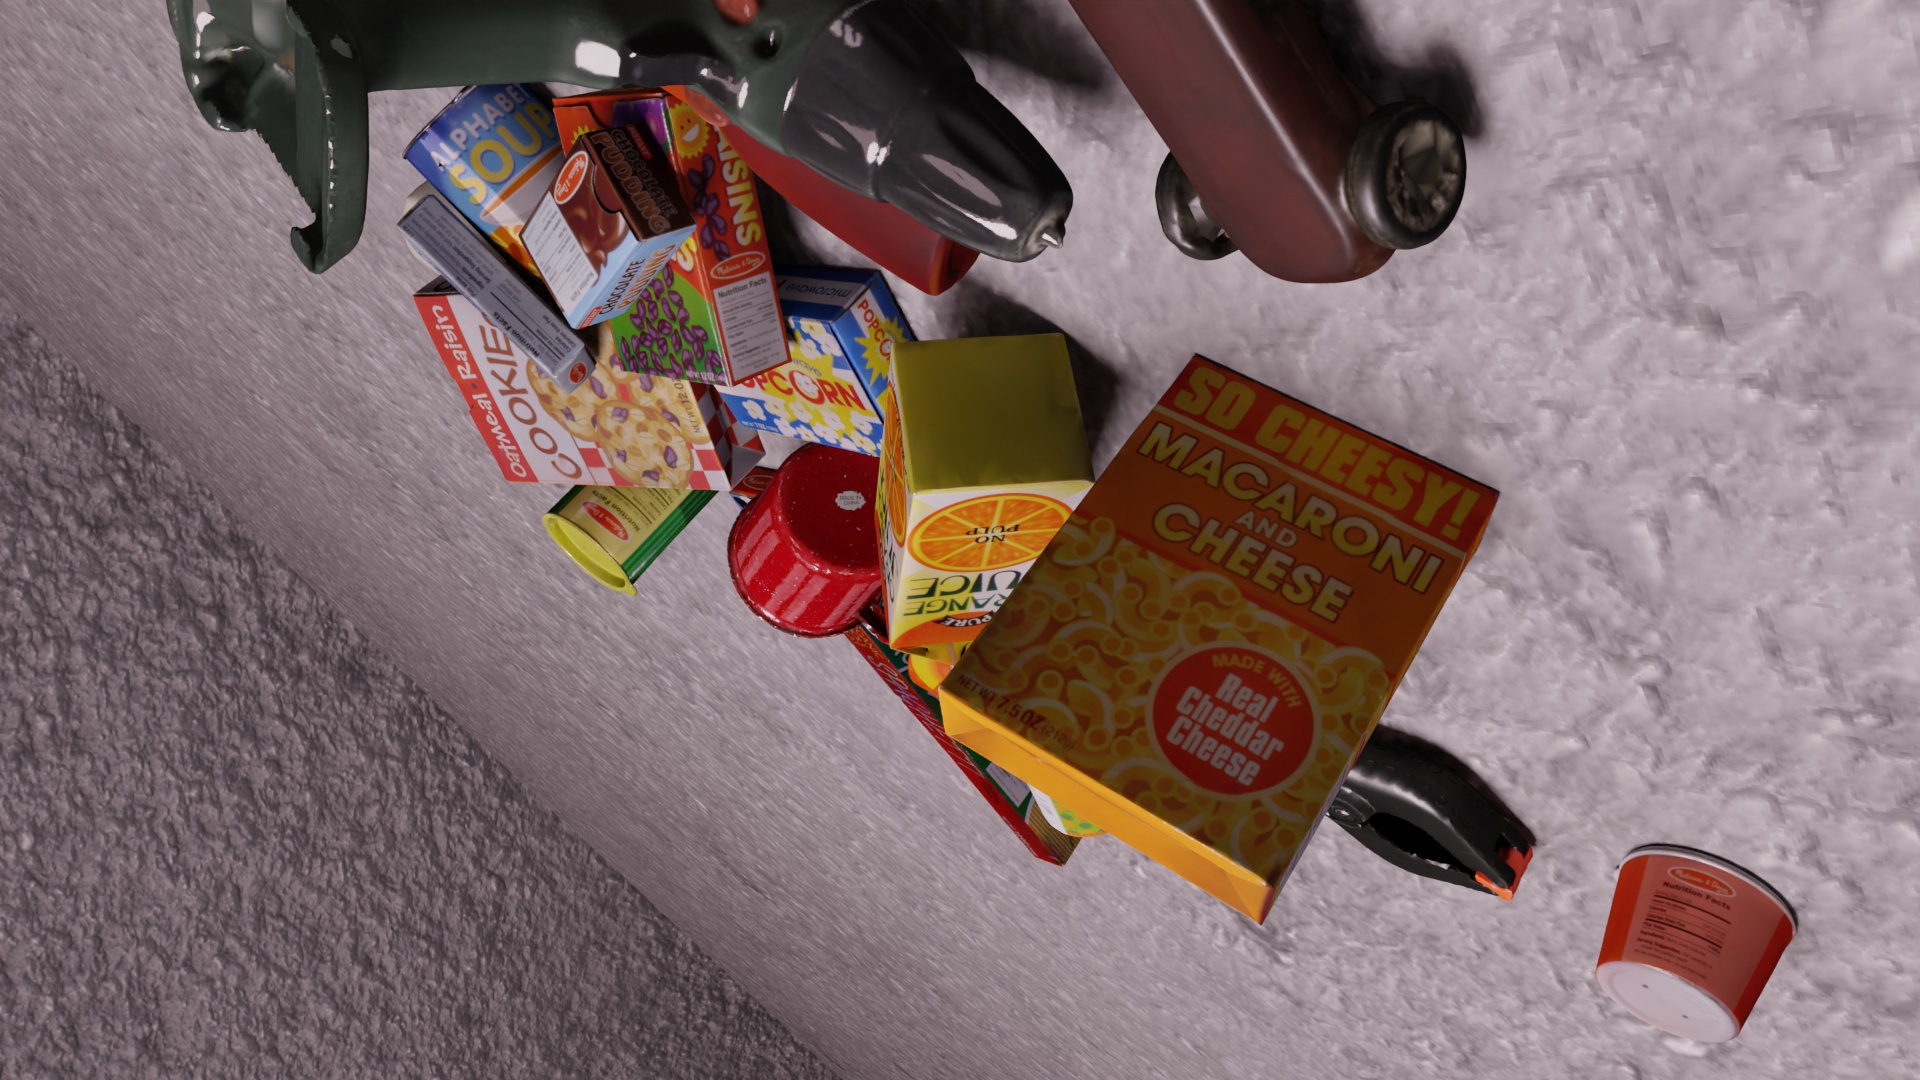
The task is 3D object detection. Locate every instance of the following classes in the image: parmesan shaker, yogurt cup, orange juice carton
[{"bbox_3d":[-0.189,-0.026,0.839,0.071,0.103,0.071,31,153,17],"label":"parmesan shaker"},{"bbox_3d":[0.298,0.168,0.571,0.072,0.054,0.072,30,153,17],"label":"yogurt cup"},{"bbox_3d":[0.002,-0.008,0.619,0.073,0.072,0.191,-5,154,-9],"label":"orange juice carton"}]

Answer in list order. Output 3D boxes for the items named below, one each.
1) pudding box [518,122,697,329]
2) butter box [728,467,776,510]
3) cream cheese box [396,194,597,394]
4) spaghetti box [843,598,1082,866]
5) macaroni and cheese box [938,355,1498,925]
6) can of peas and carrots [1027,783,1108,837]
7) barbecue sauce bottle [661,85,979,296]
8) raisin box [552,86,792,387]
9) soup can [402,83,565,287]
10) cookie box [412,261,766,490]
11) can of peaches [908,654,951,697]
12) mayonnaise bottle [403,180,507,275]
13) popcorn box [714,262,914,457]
[{"bbox_3d":[-0.146,-0.127,0.571,0.083,0.030,0.049,-30,89,51],"label":"pudding box"},{"bbox_3d":[-0.095,0.001,0.852,0.053,0.024,0.103,12,144,43],"label":"butter box"},{"bbox_3d":[-0.223,-0.118,0.675,0.104,0.024,0.053,44,170,-4],"label":"cream cheese box"},{"bbox_3d":[0.005,0.107,0.865,0.028,0.050,0.249,0,135,51],"label":"spaghetti box"},{"bbox_3d":[0.090,0.026,0.479,0.124,0.167,0.040,29,153,21],"label":"macaroni and cheese box"},{"bbox_3d":[0.071,0.127,0.795,0.071,0.071,0.058,19,149,36],"label":"can of peas and carrots"},{"bbox_3d":[-0.055,-0.154,0.517,0.149,0.044,0.064,34,141,11],"label":"barbecue sauce bottle"},{"bbox_3d":[-0.125,-0.133,0.602,0.086,0.040,0.123,13,122,43],"label":"raisin box"},{"bbox_3d":[-0.210,-0.174,0.663,0.083,0.071,0.071,47,153,-19],"label":"soup can"},{"bbox_3d":[-0.201,-0.089,0.748,0.167,0.040,0.122,3,127,29],"label":"cookie box"},{"bbox_3d":[0.012,0.065,0.762,0.058,0.071,0.071,27,152,24],"label":"can of peaches"},{"bbox_3d":[-0.247,-0.144,0.791,0.148,0.041,0.064,37,152,3],"label":"mayonnaise bottle"},{"bbox_3d":[-0.074,-0.088,0.660,0.127,0.038,0.085,15,147,41],"label":"popcorn box"}]
